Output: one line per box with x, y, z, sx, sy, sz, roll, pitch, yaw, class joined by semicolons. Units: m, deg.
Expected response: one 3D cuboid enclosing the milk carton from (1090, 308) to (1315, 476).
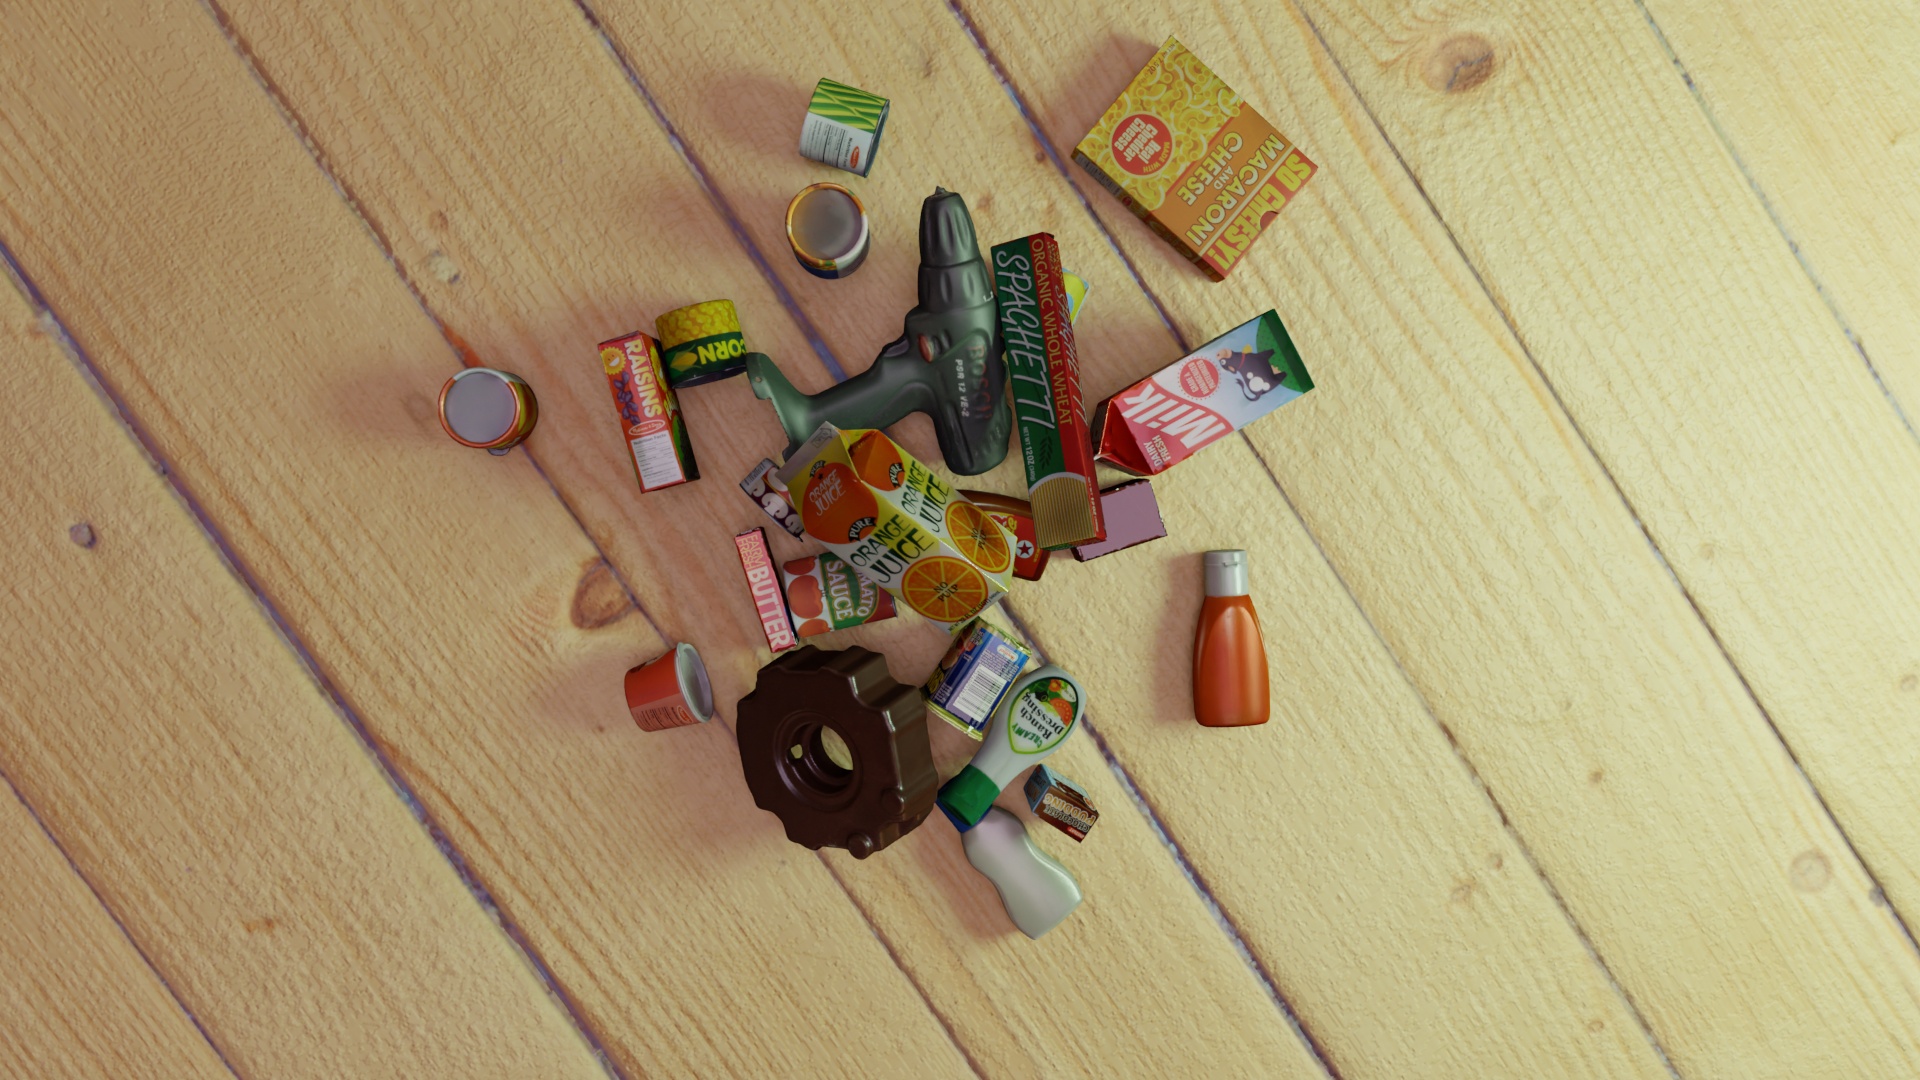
0.179;-0.107;1.121;0.191;0.072;0.073;-29;93;-1;milk carton

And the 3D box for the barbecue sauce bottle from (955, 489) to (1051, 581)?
0.004;-0.015;1.162;0.148;0.044;0.064;16;112;-4;barbecue sauce bottle

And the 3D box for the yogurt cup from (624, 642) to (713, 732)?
-0.241;0.125;1.146;0.054;0.072;0.072;-18;94;6;yogurt cup

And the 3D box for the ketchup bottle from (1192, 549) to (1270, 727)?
0.229;0.083;1.181;0.065;0.043;0.148;-3;93;-4;ketchup bottle

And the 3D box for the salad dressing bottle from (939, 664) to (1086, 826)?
0.043;0.170;1.154;0.064;0.044;0.148;43;73;-3;salad dressing bottle

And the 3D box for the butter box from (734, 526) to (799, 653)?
-0.160;0.040;1.152;0.024;0.053;0.103;-18;94;-4;butter box

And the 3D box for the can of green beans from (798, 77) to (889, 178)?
-0.095;-0.336;1.132;0.058;0.071;0.071;18;92;-4;can of green beans

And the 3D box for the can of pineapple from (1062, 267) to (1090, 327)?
0.065;-0.197;1.147;0.071;0.071;0.058;24;90;-4;can of pineapple

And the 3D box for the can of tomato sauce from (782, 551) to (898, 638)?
-0.099;0.040;1.147;0.083;0.071;0.071;-13;94;-2;can of tomato sauce

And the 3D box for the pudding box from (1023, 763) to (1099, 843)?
0.083;0.217;1.159;0.049;0.084;0.030;33;91;-5;pudding box

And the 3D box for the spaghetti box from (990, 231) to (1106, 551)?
0.068;-0.118;1.085;0.050;0.029;0.250;-12;81;23;spaghetti box

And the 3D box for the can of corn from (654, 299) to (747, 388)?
-0.208;-0.161;1.131;0.071;0.071;0.058;-15;93;-2;can of corn

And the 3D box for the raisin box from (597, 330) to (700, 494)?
-0.250;-0.103;1.123;0.040;0.086;0.123;-16;94;0;raisin box

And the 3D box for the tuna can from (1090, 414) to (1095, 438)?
0.146;-0.090;1.174;0.071;0.033;0.071;0;93;-3;tuna can

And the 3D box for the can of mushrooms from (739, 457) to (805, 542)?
-0.145;-0.034;1.143;0.071;0.071;0.033;43;89;-4;can of mushrooms

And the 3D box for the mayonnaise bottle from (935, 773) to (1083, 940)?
0.037;0.264;1.180;0.065;0.041;0.148;-39;93;-2;mayonnaise bottle

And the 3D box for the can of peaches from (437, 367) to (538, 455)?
-0.383;-0.105;1.129;0.071;0.058;0.071;0;92;-4;can of peaches

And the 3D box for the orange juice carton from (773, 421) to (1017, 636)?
-0.051;-0.016;1.092;0.192;0.073;0.071;37;124;-19;orange juice carton

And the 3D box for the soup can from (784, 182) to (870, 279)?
-0.109;-0.252;1.126;0.071;0.084;0.071;0;93;-3;soup can

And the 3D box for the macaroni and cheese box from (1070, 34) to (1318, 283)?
0.195;-0.317;1.163;0.166;0.040;0.123;40;91;-4;macaroni and cheese box
